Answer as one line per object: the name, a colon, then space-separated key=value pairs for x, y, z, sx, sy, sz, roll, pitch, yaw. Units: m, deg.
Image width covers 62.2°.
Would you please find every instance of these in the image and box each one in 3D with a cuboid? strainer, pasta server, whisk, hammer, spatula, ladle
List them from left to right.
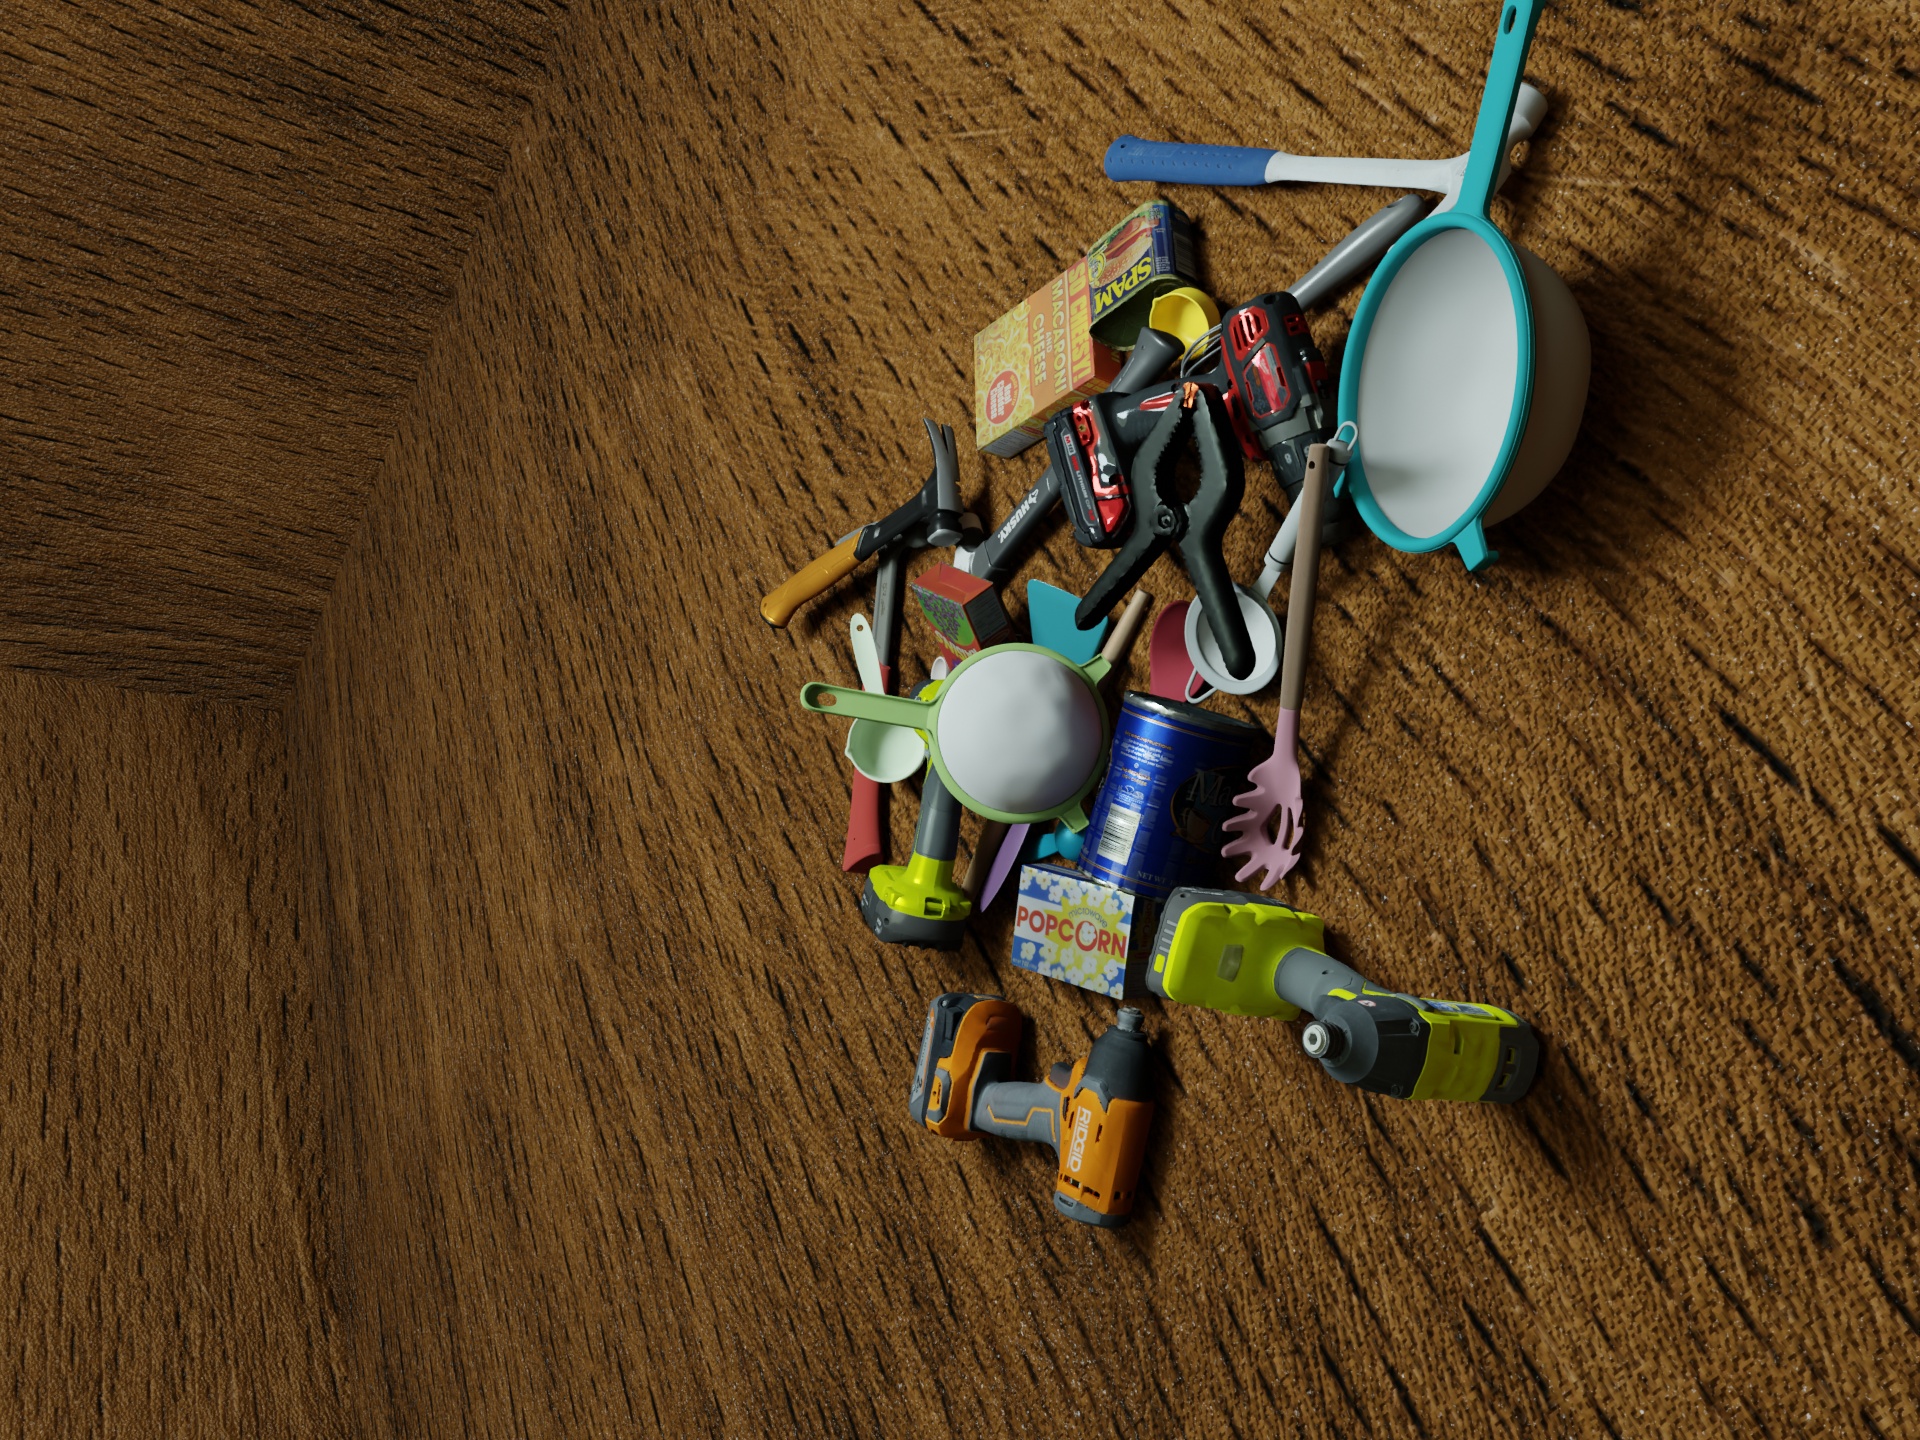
hammer: x=-0.109 y=-0.178 z=1.616 sx=0.337 sy=0.034 sz=0.127 roll=-28 pitch=59 yaw=47
hammer: x=-0.091 y=-0.025 z=1.607 sx=0.149 sy=0.036 sz=0.359 roll=-7 pitch=75 yaw=53
strainer: x=-0.002 y=-0.004 z=1.277 sx=0.069 sy=0.256 sz=0.151 roll=113 pitch=167 yaw=-79
spatula: x=0.048 y=0.034 z=1.396 sx=0.082 sy=0.044 sz=0.317 roll=28 pitch=108 yaw=25
spatula: x=0.085 y=0.030 z=1.358 sx=0.060 sy=0.018 sz=0.316 roll=-97 pitch=32 yaw=-72
hammer: x=0.090 y=-0.213 z=1.387 sx=0.334 sy=0.035 sz=0.146 roll=-49 pitch=45 yaw=43
ladle: x=0.135 y=0.050 z=1.290 sx=0.069 sy=0.031 sz=0.315 roll=40 pitch=115 yaw=46
strainer: x=0.229 y=-0.110 z=1.148 sx=0.087 sy=0.050 sz=0.258 roll=46 pitch=138 yaw=24
hammer: x=0.245 y=-0.419 z=1.218 sx=0.144 sy=0.035 sz=0.406 roll=-57 pitch=38 yaw=-3
pasta server: x=0.229 y=-0.034 z=1.110 sx=0.060 sy=0.040 sz=0.316 roll=20 pitch=115 yaw=42
whisk: x=0.254 y=-0.319 z=1.211 sx=0.239 sy=0.055 sz=0.055 roll=-36 pitch=54 yaw=38
strainer: x=0.342 y=-0.271 z=0.993 sx=0.211 sy=0.095 sz=0.340 roll=-124 pitch=39 yaw=-63

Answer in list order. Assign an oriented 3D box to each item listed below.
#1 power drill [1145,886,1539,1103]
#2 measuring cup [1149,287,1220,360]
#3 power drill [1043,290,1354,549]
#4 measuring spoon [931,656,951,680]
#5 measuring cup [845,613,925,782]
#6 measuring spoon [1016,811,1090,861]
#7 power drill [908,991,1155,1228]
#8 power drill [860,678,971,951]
power drill: x=0.227 y=0.176 z=1.013 sx=0.223 sy=0.171 sz=0.080 roll=22 pitch=98 yaw=57
measuring cup: x=0.166 y=-0.305 z=1.341 sx=0.062 sy=0.029 sz=0.156 roll=49 pitch=144 yaw=4
power drill: x=0.187 y=-0.197 z=1.209 sx=0.227 sy=0.080 sz=0.188 roll=-19 pitch=87 yaw=42
measuring spoon: x=-0.016 y=0.001 z=1.521 sx=0.034 sy=0.018 sz=0.124 roll=-178 pitch=91 yaw=-65
measuring cup: x=-0.079 y=-0.021 z=1.538 sx=0.083 sy=0.038 sz=0.168 roll=-15 pitch=82 yaw=5
measuring spoon: x=0.070 y=0.104 z=1.349 sx=0.128 sy=0.021 sz=0.042 roll=-25 pitch=57 yaw=60
power drill: x=0.064 y=0.289 z=1.280 sx=0.227 sy=0.084 sz=0.164 roll=13 pitch=90 yaw=50
power drill: x=-0.026 y=0.074 z=1.423 sx=0.191 sy=0.080 sz=0.228 roll=-142 pitch=63 yaw=-73
